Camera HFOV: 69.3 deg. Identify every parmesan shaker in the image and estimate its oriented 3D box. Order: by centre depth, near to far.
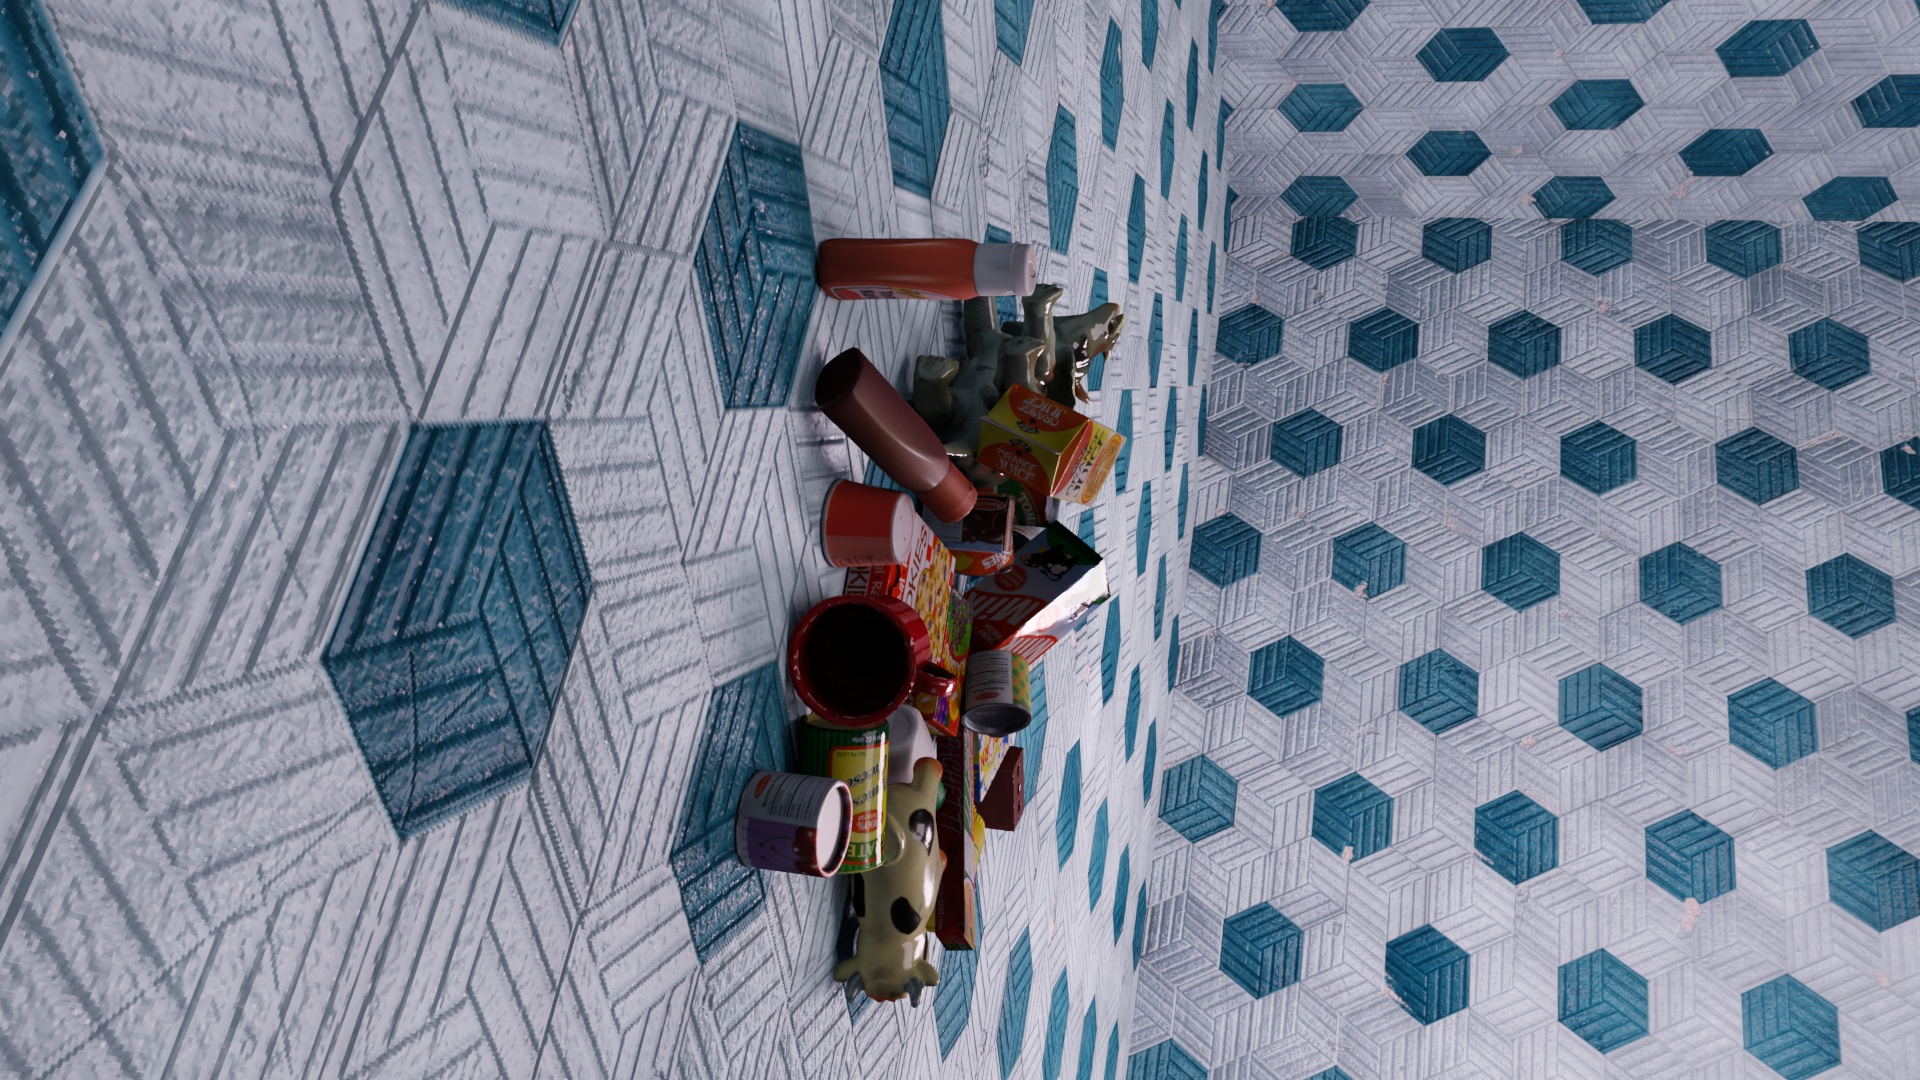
[{"bbox_3d":[-0.088,0.180,1.003,0.071,0.071,0.103,-16,109,-73],"label":"parmesan shaker"}]

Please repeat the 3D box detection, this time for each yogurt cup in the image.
[{"bbox_3d":[-0.068,-0.011,1.043,0.072,0.054,0.072,3,91,-74],"label":"yogurt cup"}]

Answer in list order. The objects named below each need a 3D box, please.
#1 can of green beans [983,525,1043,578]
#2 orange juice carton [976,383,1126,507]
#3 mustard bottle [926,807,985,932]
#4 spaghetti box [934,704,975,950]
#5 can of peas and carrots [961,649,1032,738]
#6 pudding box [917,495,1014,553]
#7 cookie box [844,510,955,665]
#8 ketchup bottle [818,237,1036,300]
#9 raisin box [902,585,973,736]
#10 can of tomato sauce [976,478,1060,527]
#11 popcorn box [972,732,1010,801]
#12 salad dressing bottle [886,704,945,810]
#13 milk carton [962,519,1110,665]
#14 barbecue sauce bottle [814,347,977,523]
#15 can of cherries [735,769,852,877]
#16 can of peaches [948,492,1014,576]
[{"bbox_3d":[0.057,0.014,1.467,0.058,0.071,0.071,-40,132,-69],"label":"can of green beans"},{"bbox_3d":[0.074,-0.079,1.164,0.073,0.072,0.193,-64,163,7],"label":"orange juice carton"},{"bbox_3d":[-0.007,0.305,1.347,0.161,0.049,0.065,-62,153,-55],"label":"mustard bottle"},{"bbox_3d":[-0.005,0.250,1.286,0.050,0.029,0.251,71,16,-55],"label":"spaghetti box"},{"bbox_3d":[0.034,0.144,1.307,0.070,0.071,0.059,71,15,-55],"label":"can of peas and carrots"},{"bbox_3d":[0.004,-0.016,1.241,0.030,0.084,0.049,20,74,-74],"label":"pudding box"},{"bbox_3d":[-0.049,0.048,1.148,0.167,0.040,0.123,52,45,-67],"label":"cookie box"},{"bbox_3d":[-0.022,-0.192,0.984,0.065,0.149,0.043,-7,100,-74],"label":"ketchup bottle"},{"bbox_3d":[-0.023,0.109,1.260,0.086,0.040,0.123,54,41,-68],"label":"raisin box"},{"bbox_3d":[0.055,-0.046,1.414,0.071,0.083,0.071,3,91,-74],"label":"can of tomato sauce"},{"bbox_3d":[0.019,0.200,1.431,0.127,0.038,0.085,-52,144,-63],"label":"popcorn box"},{"bbox_3d":[-0.044,0.193,1.202,0.147,0.044,0.064,73,23,-55],"label":"salad dressing bottle"},{"bbox_3d":[0.053,0.074,1.369,0.191,0.073,0.072,-39,145,-15],"label":"milk carton"},{"bbox_3d":[-0.044,-0.071,1.014,0.148,0.043,0.065,46,26,-33],"label":"barbecue sauce bottle"},{"bbox_3d":[-0.110,0.192,0.934,0.071,0.058,0.071,2,91,-74],"label":"can of cherries"},{"bbox_3d":[0.019,-0.006,1.319,0.071,0.071,0.057,-60,149,-58],"label":"can of peaches"}]
